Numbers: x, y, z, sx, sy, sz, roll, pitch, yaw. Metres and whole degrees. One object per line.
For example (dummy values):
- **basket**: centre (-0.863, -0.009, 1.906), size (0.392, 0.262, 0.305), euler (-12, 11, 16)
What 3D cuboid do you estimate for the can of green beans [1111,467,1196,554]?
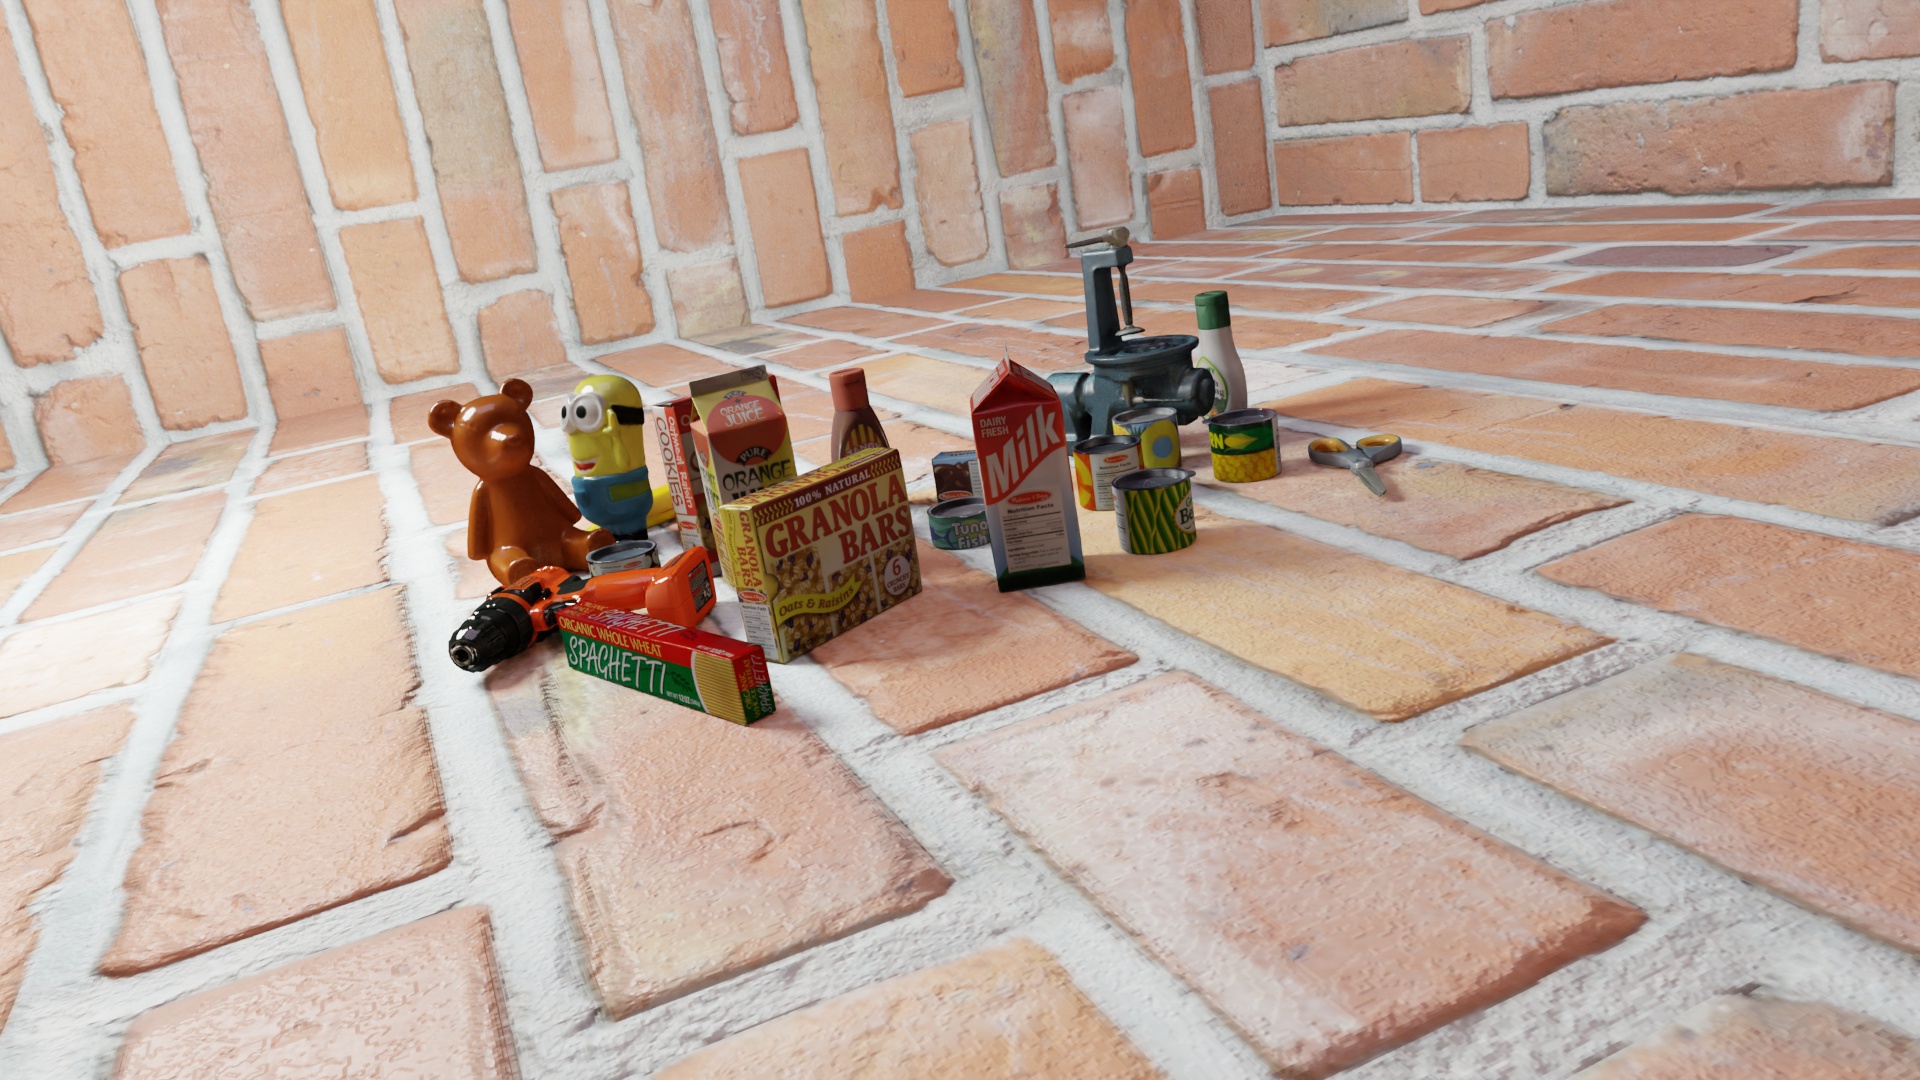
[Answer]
- **can of green beans**: centre (0.163, -0.025, 1.169), size (0.071, 0.057, 0.071), euler (-9, 16, 3)

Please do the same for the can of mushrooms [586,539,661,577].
- **can of mushrooms**: centre (-0.318, 0.024, 1.317), size (0.071, 0.033, 0.071), euler (-9, 16, 3)

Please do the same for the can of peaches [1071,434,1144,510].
- **can of peaches**: centre (0.142, -0.065, 1.318), size (0.071, 0.058, 0.071), euler (-9, 16, 3)

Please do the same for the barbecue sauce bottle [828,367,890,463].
- **barbecue sauce bottle**: centre (-0.104, -0.100, 1.414), size (0.065, 0.148, 0.044), euler (-15, 16, -18)

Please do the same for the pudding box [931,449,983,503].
- **pudding box**: centre (0.016, -0.067, 1.410), size (0.083, 0.049, 0.030), euler (-4, 17, 19)

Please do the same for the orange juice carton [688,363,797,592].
- **orange juice carton**: centre (-0.186, -0.054, 1.223), size (0.072, 0.192, 0.073), euler (-15, 17, -20)

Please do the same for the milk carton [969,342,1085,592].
- **milk carton**: centre (0.051, -0.062, 1.121), size (0.073, 0.190, 0.072), euler (-9, 16, 2)

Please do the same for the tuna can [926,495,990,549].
- **tuna can**: centre (0.005, -0.016, 1.273), size (0.071, 0.032, 0.071), euler (-9, 16, 3)

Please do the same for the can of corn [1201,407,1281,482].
- **can of corn**: centre (0.271, -0.091, 1.335), size (0.071, 0.058, 0.071), euler (-9, 16, 3)

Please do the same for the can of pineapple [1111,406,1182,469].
- **can of pineapple**: centre (0.189, -0.101, 1.414), size (0.071, 0.057, 0.071), euler (-9, 16, 3)

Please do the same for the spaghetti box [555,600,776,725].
- **spaghetti box**: centre (-0.223, 0.086, 1.019), size (0.029, 0.050, 0.250), euler (-23, 21, -40)

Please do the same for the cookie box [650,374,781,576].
- **cookie box**: centre (-0.216, -0.064, 1.318), size (0.040, 0.167, 0.123), euler (6, 22, 43)

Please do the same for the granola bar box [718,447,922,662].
- **granola bar box**: centre (-0.104, 0.008, 1.086), size (0.039, 0.123, 0.166), euler (4, 20, 39)

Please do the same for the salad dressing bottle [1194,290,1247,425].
- **salad dressing bottle**: centre (0.287, -0.203, 1.548), size (0.044, 0.147, 0.064), euler (-18, 18, -28)
